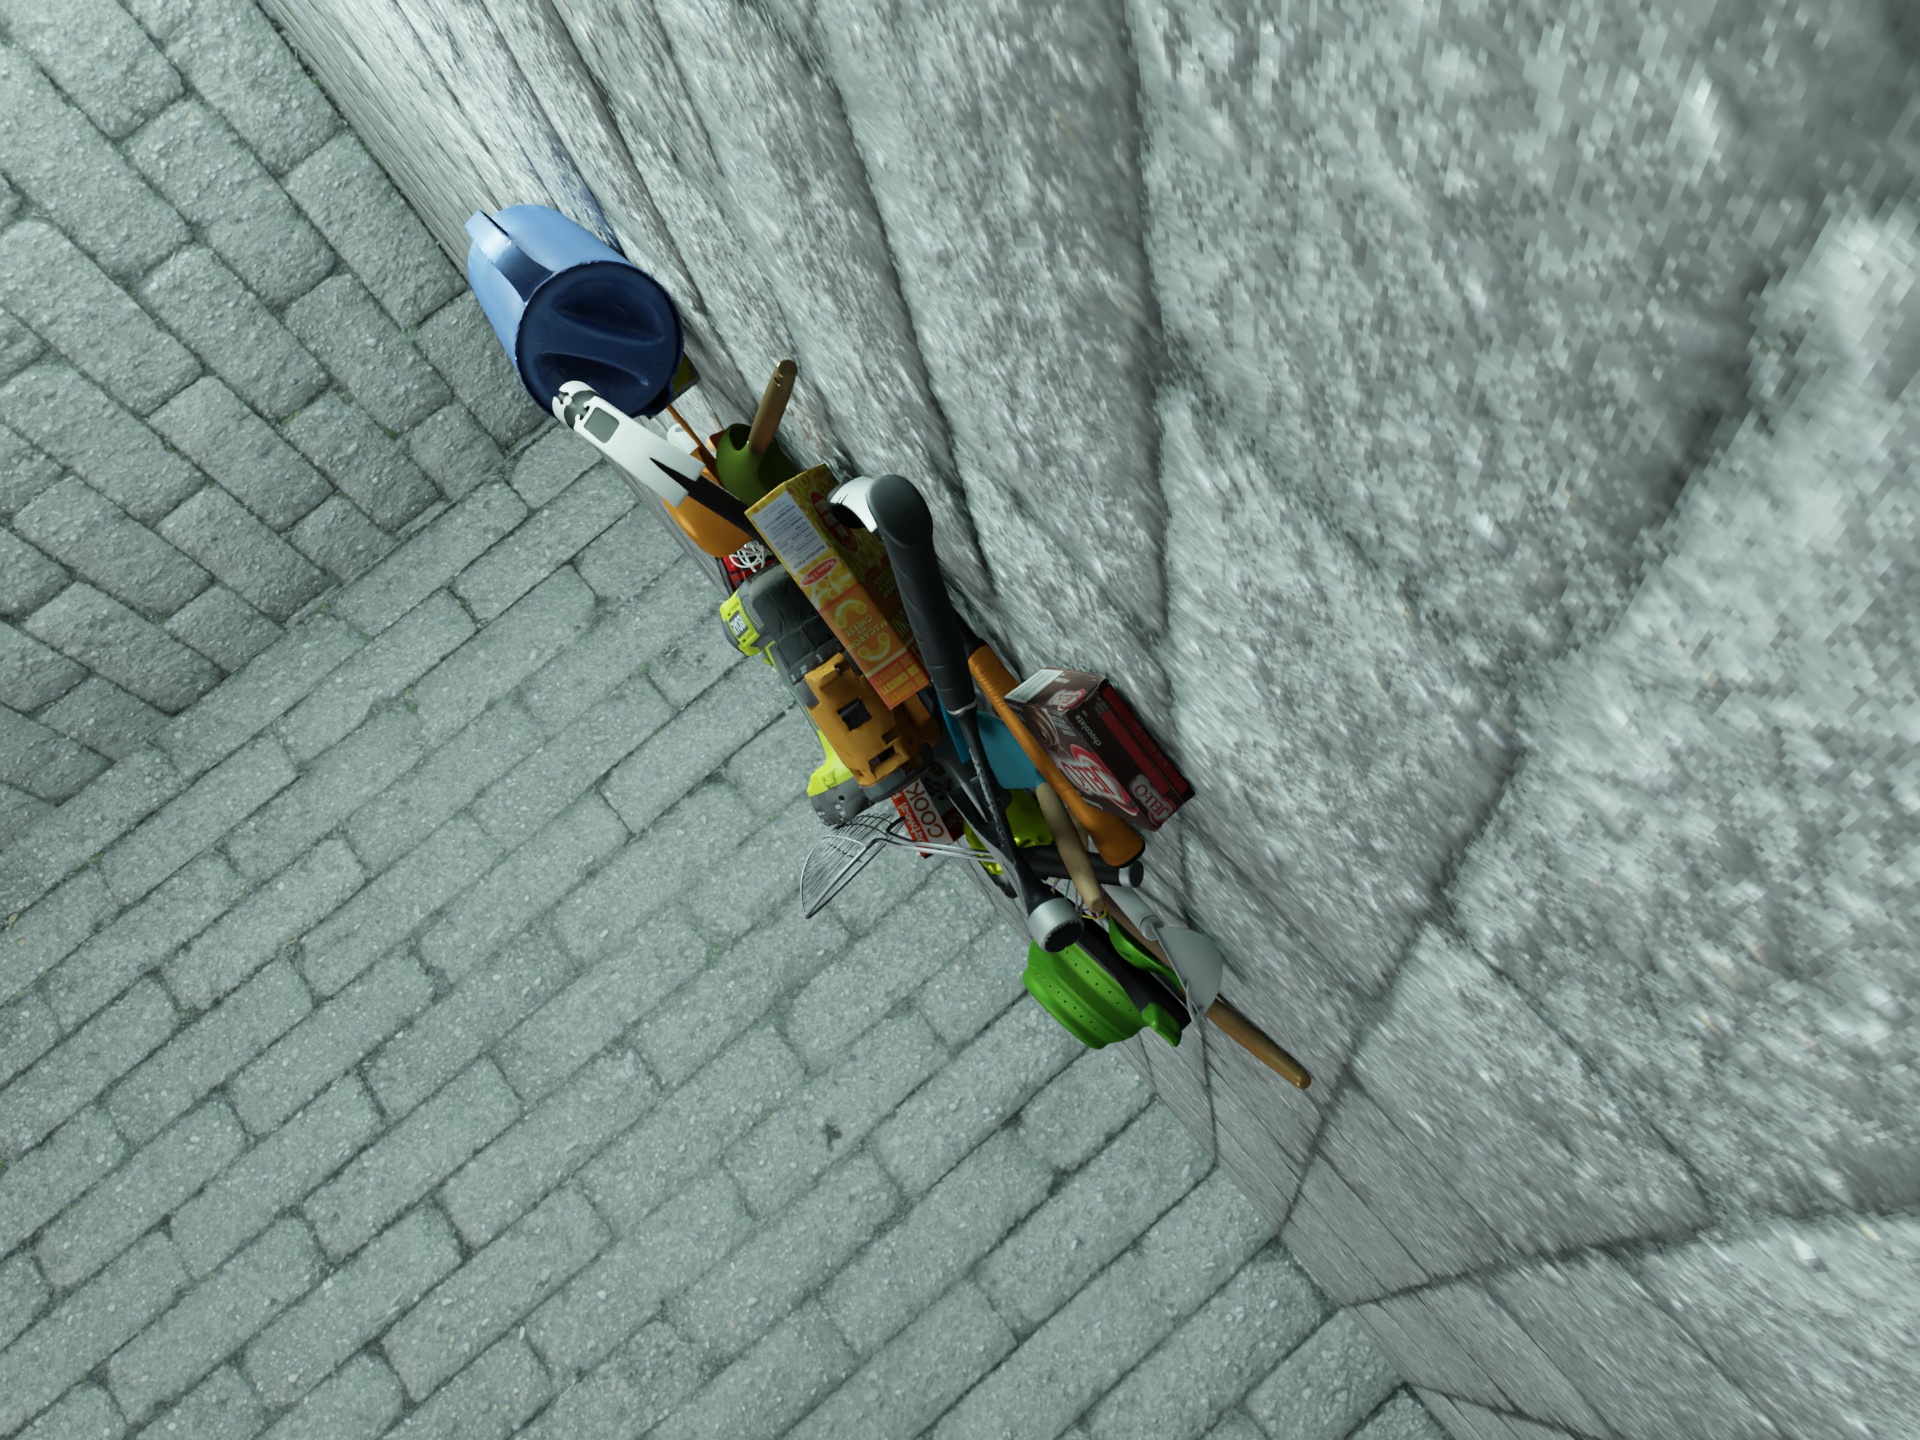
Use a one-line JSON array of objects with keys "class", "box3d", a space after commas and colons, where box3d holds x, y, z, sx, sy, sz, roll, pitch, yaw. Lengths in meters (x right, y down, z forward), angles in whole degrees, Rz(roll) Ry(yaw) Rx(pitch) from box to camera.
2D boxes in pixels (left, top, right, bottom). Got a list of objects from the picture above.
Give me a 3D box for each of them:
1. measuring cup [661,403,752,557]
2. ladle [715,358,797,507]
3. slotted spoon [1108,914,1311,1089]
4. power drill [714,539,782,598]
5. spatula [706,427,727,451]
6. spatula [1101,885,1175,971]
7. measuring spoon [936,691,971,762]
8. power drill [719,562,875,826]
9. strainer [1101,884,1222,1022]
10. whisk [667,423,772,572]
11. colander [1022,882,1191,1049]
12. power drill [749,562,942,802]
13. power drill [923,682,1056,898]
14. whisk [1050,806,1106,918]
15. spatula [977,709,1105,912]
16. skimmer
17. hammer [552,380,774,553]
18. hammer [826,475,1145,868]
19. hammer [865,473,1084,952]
[{"class": "measuring cup", "box3d": [-0.231, -0.208, 1.342, 0.174, 0.052, 0.095, 53, -173, 26]}, {"class": "ladle", "box3d": [-0.135, -0.214, 1.153, 0.078, 0.062, 0.320, 51, 167, -4]}, {"class": "slotted spoon", "box3d": [0.212, 0.246, 1.403, 0.070, 0.031, 0.314, 40, 178, -29]}, {"class": "power drill", "box3d": [-0.168, -0.138, 1.539, 0.227, 0.080, 0.187, 37, 148, 59]}, {"class": "spatula", "box3d": [-0.212, -0.243, 1.455, 0.081, 0.041, 0.323, 51, 175, -19]}, {"class": "spatula", "box3d": [0.142, 0.172, 1.492, 0.059, 0.018, 0.316, 51, 175, -28]}, {"class": "measuring spoon", "box3d": [-0.002, -0.004, 1.266, 0.128, 0.021, 0.042, 73, 176, -67]}, {"class": "power drill", "box3d": [-0.137, -0.022, 1.420, 0.223, 0.080, 0.171, 60, 161, -2]}, {"class": "strainer", "box3d": [0.158, 0.168, 1.277, 0.086, 0.050, 0.259, 59, 176, -22]}, {"class": "whisk", "box3d": [-0.221, -0.210, 1.451, 0.247, 0.058, 0.059, 53, 147, 44]}, {"class": "colander", "box3d": [0.137, 0.274, 1.544, 0.204, 0.094, 0.397, 42, -179, -6]}, {"class": "power drill", "box3d": [-0.088, -0.032, 1.214, 0.185, 0.084, 0.226, 56, -178, -1]}, {"class": "power drill", "box3d": [-0.001, 0.037, 1.457, 0.228, 0.080, 0.191, 56, 176, -25]}, {"class": "whisk", "box3d": [0.105, 0.128, 1.387, 0.047, 0.051, 0.244, 48, 166, 22]}, {"class": "spatula", "box3d": [0.060, 0.070, 1.202, 0.318, 0.044, 0.082, -111, -2, -67]}, {"class": "skimmer", "box3d": [0.005, 0.136, 1.356, 0.363, 0.127, 0.090, 3, 121, 39]}, {"class": "hammer", "box3d": [-0.149, -0.144, 1.200, 0.146, 0.035, 0.334, 37, -176, 40]}, {"class": "hammer", "box3d": [0.029, -0.025, 1.088, 0.336, 0.034, 0.127, 52, 174, -20]}, {"class": "hammer", "box3d": [0.003, -0.004, 1.017, 0.149, 0.036, 0.408, 55, 170, 37]}]
